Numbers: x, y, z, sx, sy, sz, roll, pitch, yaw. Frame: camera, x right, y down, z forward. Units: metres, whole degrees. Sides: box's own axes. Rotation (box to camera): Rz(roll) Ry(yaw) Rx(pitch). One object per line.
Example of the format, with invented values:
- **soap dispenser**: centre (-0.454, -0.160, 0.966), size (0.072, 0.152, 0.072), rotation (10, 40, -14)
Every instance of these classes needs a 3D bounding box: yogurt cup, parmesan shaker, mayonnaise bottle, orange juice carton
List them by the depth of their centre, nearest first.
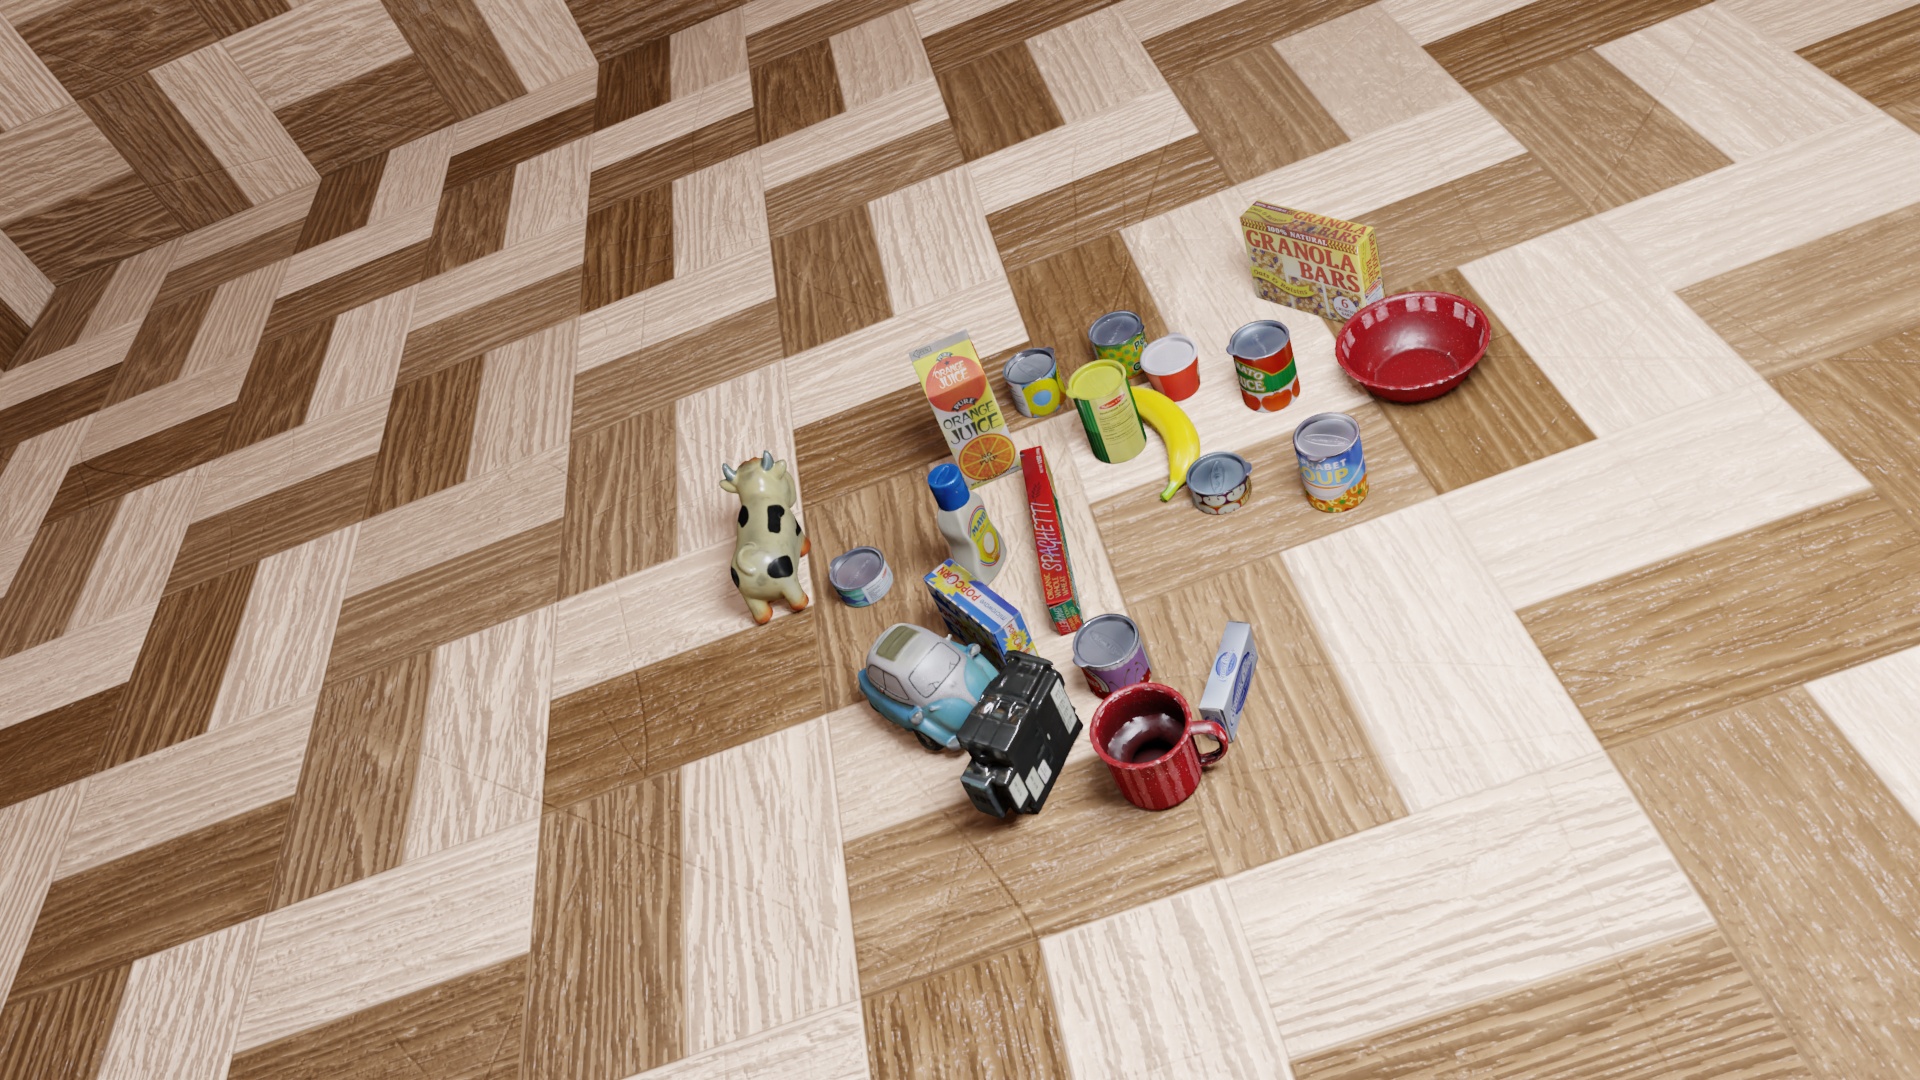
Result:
- **mayonnaise bottle**: centre (0.005, -0.019, 1.492), size (0.041, 0.147, 0.065), rotation (8, 52, 32)
- **parmesan shaker**: centre (0.165, -0.144, 1.576), size (0.071, 0.102, 0.072), rotation (-13, 43, 13)
- **orange juice carton**: centre (0.005, -0.157, 1.599), size (0.072, 0.191, 0.073), rotation (-23, 42, 3)
- **yogurt cup**: centre (0.249, -0.199, 1.629), size (0.072, 0.053, 0.073), rotation (-13, 43, 13)

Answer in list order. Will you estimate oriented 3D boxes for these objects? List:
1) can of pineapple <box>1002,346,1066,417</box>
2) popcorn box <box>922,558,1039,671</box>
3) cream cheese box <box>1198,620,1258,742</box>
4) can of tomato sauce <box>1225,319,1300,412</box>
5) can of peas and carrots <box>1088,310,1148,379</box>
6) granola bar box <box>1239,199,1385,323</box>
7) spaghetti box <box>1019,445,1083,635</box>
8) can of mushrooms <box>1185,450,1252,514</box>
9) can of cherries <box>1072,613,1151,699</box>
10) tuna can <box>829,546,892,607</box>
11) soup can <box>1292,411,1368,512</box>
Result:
- **can of pineapple**: centre (0.093, -0.193, 1.693), size (0.071, 0.057, 0.071), rotation (-13, 43, 13)
- **popcorn box**: centre (0.023, 0.083, 1.428), size (0.038, 0.085, 0.127), rotation (-39, 44, -15)
- **cream cheese box**: centre (0.251, 0.131, 1.295), size (0.024, 0.053, 0.104), rotation (4, 49, 29)
- **can of tomato sauce**: centre (0.341, -0.194, 1.559), size (0.071, 0.082, 0.071), rotation (-13, 43, 13)
- **can of peas and carrots**: centre (0.197, -0.237, 1.688), size (0.071, 0.058, 0.071), rotation (-13, 43, 13)
- **granola bar box**: centre (0.413, -0.323, 1.625), size (0.039, 0.123, 0.166), rotation (-44, 45, -19)
- **spaghetti box**: centre (0.097, -0.005, 1.507), size (0.028, 0.050, 0.251), rotation (-17, 43, 9)
- **can of mushrooms**: centre (0.280, -0.062, 1.491), size (0.071, 0.033, 0.071), rotation (-13, 43, 13)
- **can of cherries**: centre (0.146, 0.116, 1.356), size (0.071, 0.058, 0.072), rotation (-13, 43, 13)
- **tuna can**: centre (-0.114, 0.041, 1.573), size (0.071, 0.032, 0.071), rotation (-13, 43, 13)
- **soup can**: centre (0.379, -0.077, 1.423), size (0.071, 0.083, 0.072), rotation (-13, 43, 13)
